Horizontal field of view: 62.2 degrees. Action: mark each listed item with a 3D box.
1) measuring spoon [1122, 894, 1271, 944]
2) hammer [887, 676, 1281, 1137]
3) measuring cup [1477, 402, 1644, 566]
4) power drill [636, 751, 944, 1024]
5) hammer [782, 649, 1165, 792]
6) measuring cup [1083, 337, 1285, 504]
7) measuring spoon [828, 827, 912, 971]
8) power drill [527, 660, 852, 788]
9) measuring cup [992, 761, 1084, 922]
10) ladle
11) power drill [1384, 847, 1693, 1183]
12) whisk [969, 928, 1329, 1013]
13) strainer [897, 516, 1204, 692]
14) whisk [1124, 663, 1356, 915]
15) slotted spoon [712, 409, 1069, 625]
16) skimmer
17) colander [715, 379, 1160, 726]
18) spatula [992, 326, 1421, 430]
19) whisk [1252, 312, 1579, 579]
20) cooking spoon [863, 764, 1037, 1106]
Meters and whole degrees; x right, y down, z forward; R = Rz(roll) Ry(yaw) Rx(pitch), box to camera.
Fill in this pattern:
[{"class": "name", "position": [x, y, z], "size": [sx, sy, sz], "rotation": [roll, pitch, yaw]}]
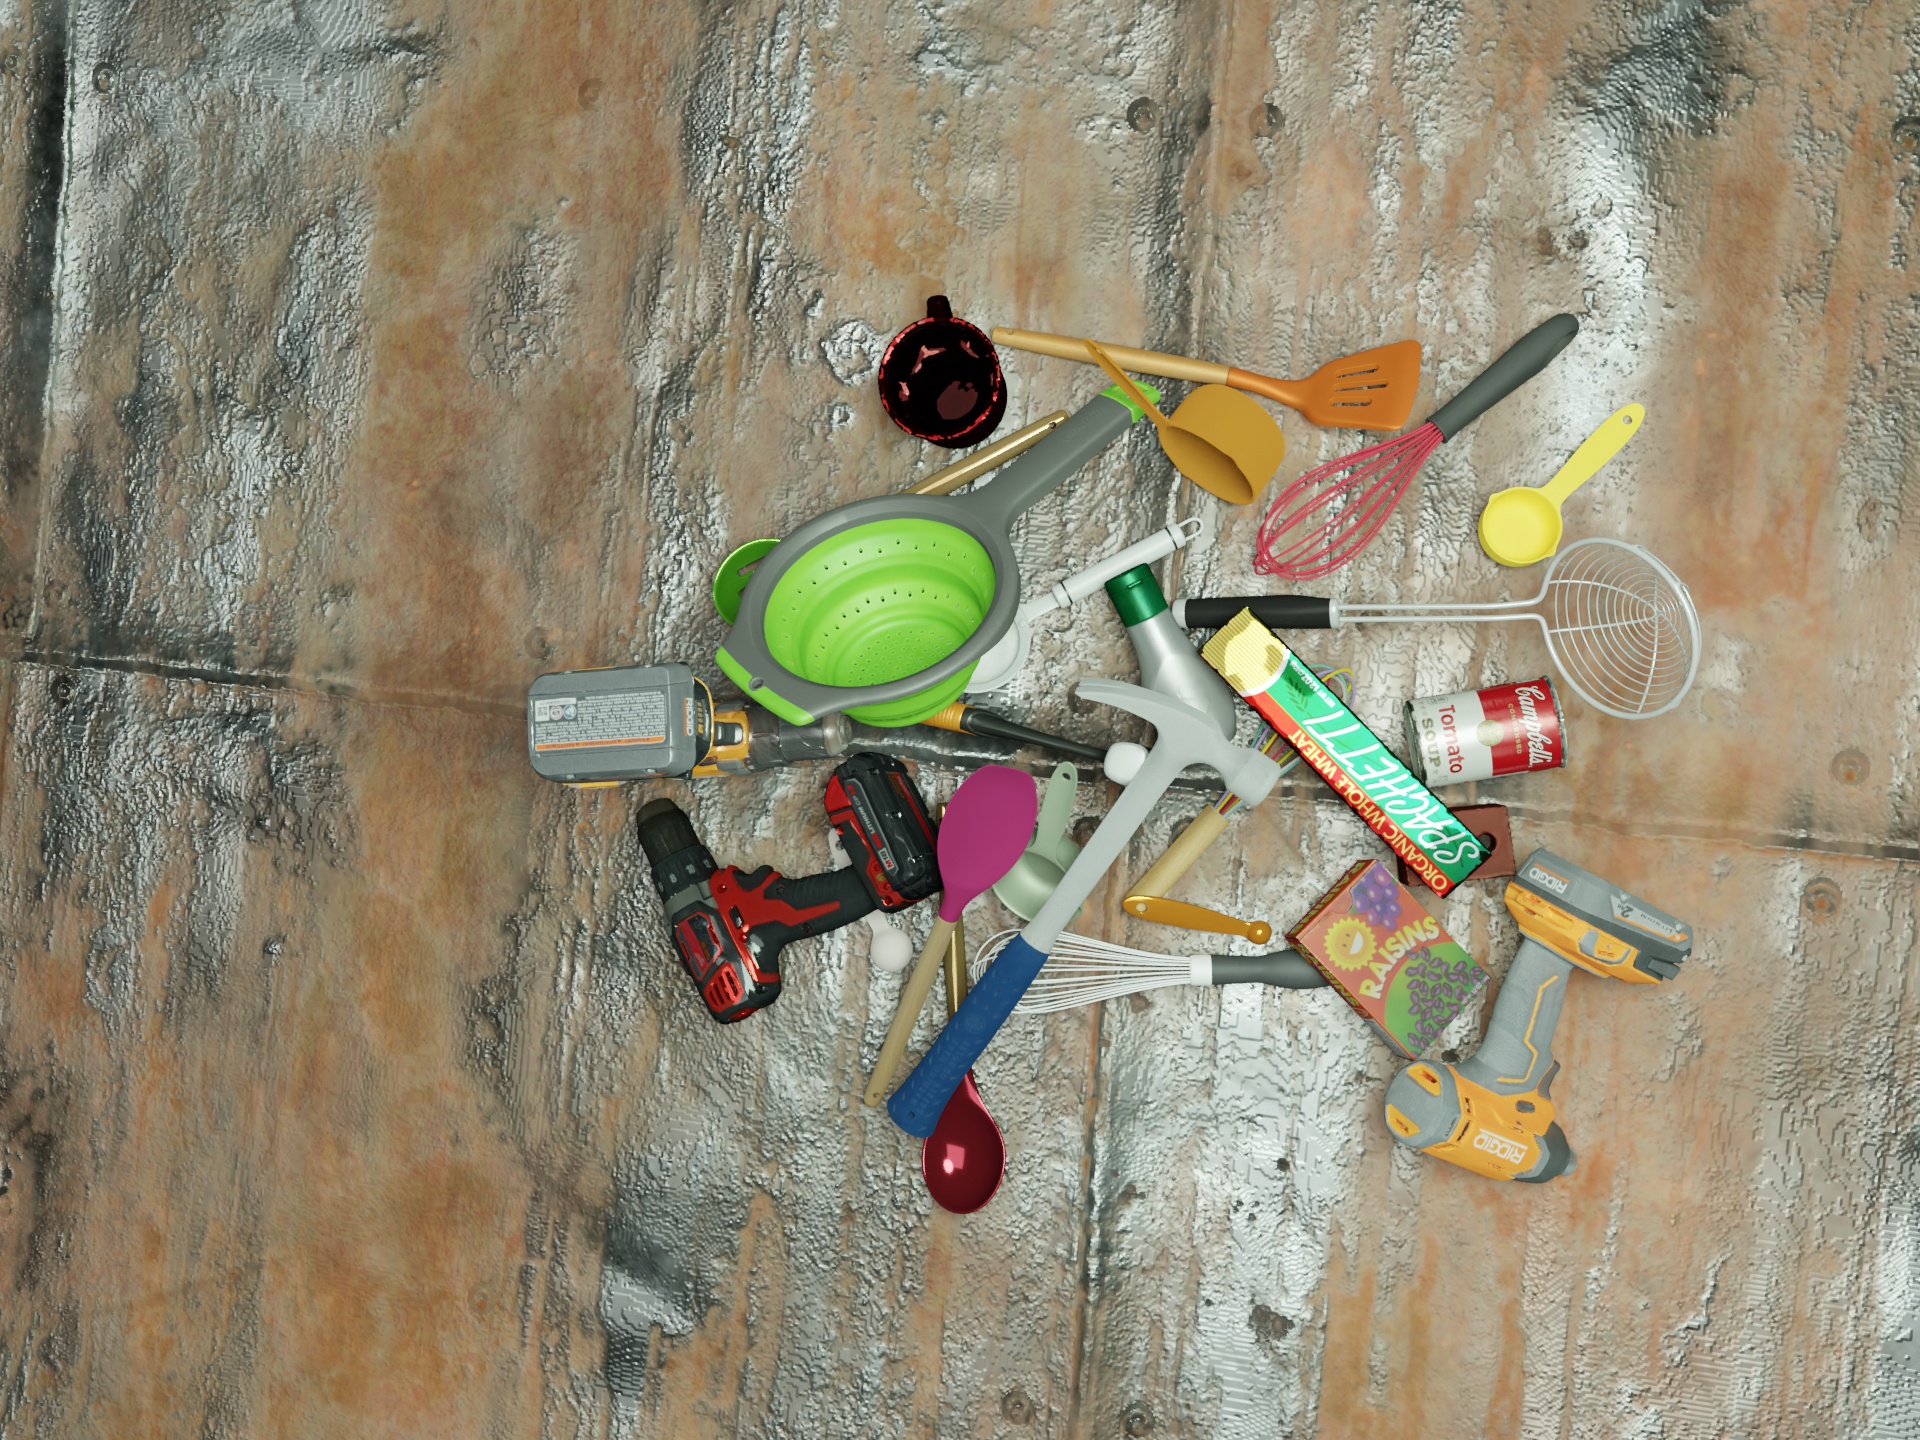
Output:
[{"class": "measuring spoon", "position": [0.179, 0.151, 1.202], "size": [0.117, 0.011, 0.021], "rotation": [13, 109, -3]}, {"class": "hammer", "position": [0.055, 0.147, 1.138], "size": [0.144, 0.035, 0.405], "rotation": [34, 115, 3]}, {"class": "measuring cup", "position": [0.443, -0.174, 1.168], "size": [0.156, 0.029, 0.062], "rotation": [-44, 83, -5]}, {"class": "power drill", "position": [-0.139, 0.107, 1.237], "size": [0.226, 0.080, 0.188], "rotation": [-31, 77, 14]}, {"class": "hammer", "position": [-0.002, -0.004, 1.215], "size": [0.337, 0.127, 0.034], "rotation": [16, 91, 20]}, {"class": "measuring cup", "position": [0.166, -0.234, 1.165], "size": [0.173, 0.095, 0.052], "rotation": [42, 82, -12]}, {"class": "measuring spoon", "position": [-0.076, 0.142, 1.257], "size": [0.034, 0.018, 0.124], "rotation": [-27, 84, 9]}, {"class": "power drill", "position": [-0.193, 0.008, 1.172], "size": [0.185, 0.226, 0.084], "rotation": [-4, 84, 12]}, {"class": "measuring cup", "position": [0.070, 0.083, 1.179], "size": [0.083, 0.038, 0.167], "rotation": [25, 133, 14]}, {"class": "ladle", "position": [-0.004, 0.221, 1.240], "size": [0.069, 0.031, 0.315], "rotation": [-4, 87, 18]}, {"class": "power drill", "position": [0.417, 0.221, 1.125], "size": [0.164, 0.084, 0.226], "rotation": [26, 95, -24]}, {"class": "whisk", "position": [0.149, 0.188, 1.200], "size": [0.284, 0.070, 0.070], "rotation": [-2, 90, 6]}, {"class": "strainer", "position": [0.072, -0.090, 1.221], "size": [0.258, 0.050, 0.087], "rotation": [-27, 73, 3]}, {"class": "whisk", "position": [0.207, 0.052, 1.196], "size": [0.051, 0.047, 0.245], "rotation": [42, 100, 6]}, {"class": "slotted spoon", "position": [-0.054, -0.163, 1.249], "size": [0.314, 0.031, 0.070], "rotation": [-28, 107, 6]}, {"class": "skimmer", "position": [0.319, -0.065, 1.116], "size": [0.363, 0.090, 0.127], "rotation": [2, 117, 23]}, {"class": "colander", "position": [0.008, -0.113, 1.180], "size": [0.397, 0.094, 0.205], "rotation": [-40, 52, -19]}, {"class": "spatula", "position": [0.179, -0.270, 1.202], "size": [0.322, 0.041, 0.081], "rotation": [13, 68, 12]}, {"class": "whisk", "position": [0.334, -0.200, 1.167], "size": [0.296, 0.073, 0.073], "rotation": [-39, 84, 3]}, {"class": "cooking spoon", "position": [-0.018, 0.167, 1.192], "size": [0.068, 0.017, 0.318], "rotation": [14, 115, -17]}]
